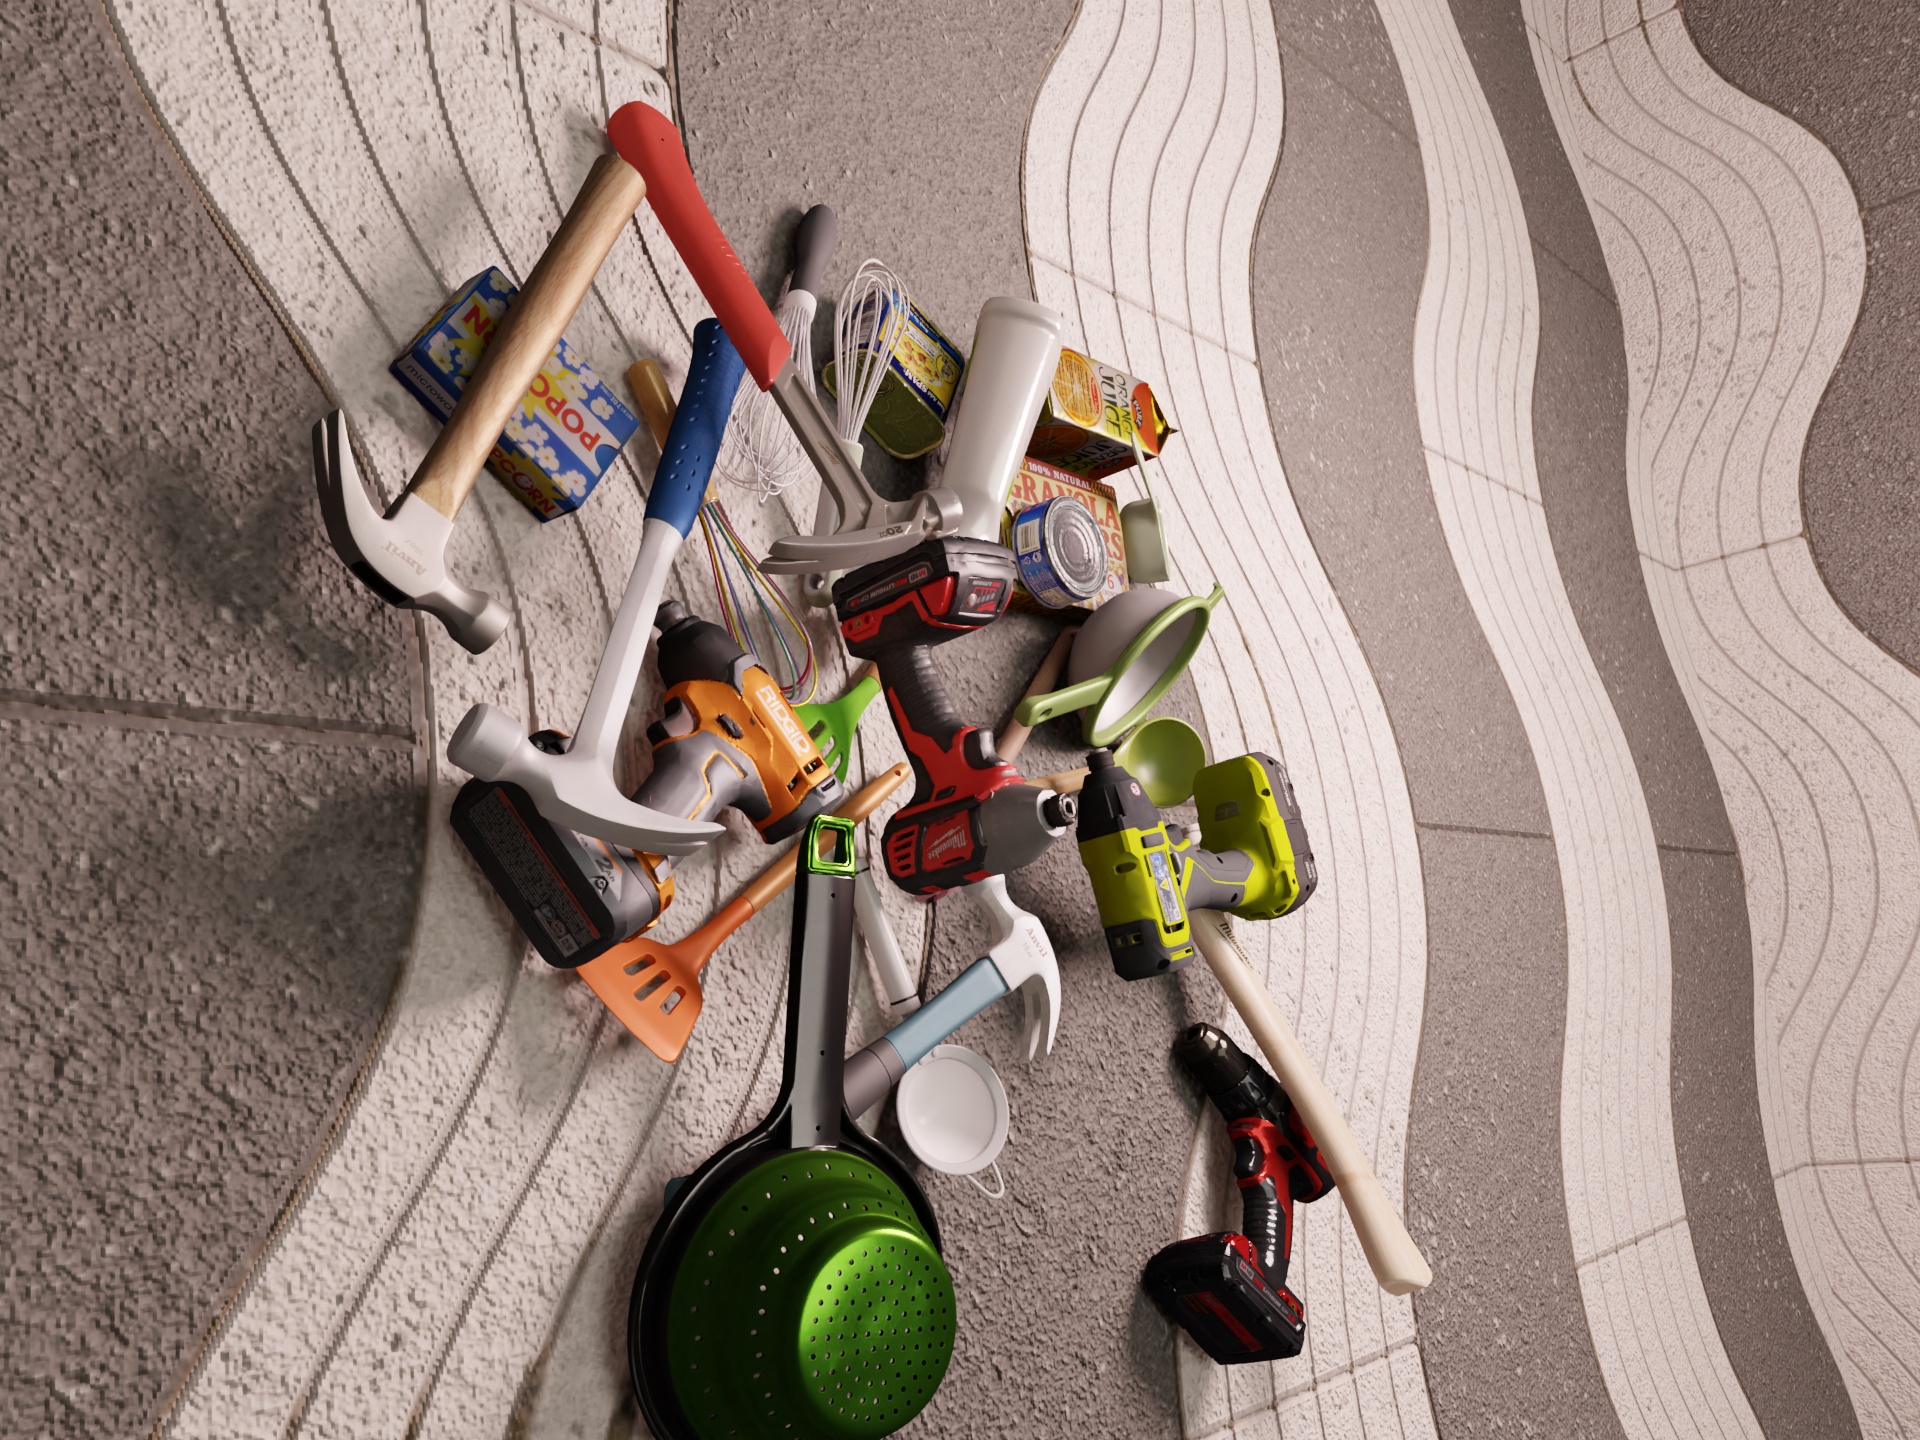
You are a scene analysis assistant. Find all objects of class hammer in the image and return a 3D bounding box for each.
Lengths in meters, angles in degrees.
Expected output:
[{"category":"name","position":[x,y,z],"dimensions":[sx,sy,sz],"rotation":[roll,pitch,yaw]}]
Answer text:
[{"category":"hammer","position":[-0.170,-0.098,0.922],"dimensions":[0.144,0.035,0.406],"rotation":[34,41,-27]},{"category":"hammer","position":[-0.054,0.217,0.995],"dimensions":[0.331,0.033,0.128],"rotation":[-32,90,-40]},{"category":"hammer","position":[0.273,0.275,1.317],"dimensions":[0.146,0.038,0.411],"rotation":[-16,74,-52]},{"category":"hammer","position":[-0.253,-0.204,0.892],"dimensions":[0.130,0.031,0.331],"rotation":[41,52,-33]},{"category":"hammer","position":[-0.141,-0.249,1.005],"dimensions":[0.149,0.036,0.359],"rotation":[-17,69,-40]}]

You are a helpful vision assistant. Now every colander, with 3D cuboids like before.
[{"category":"colander","position":[-0.066,0.248,0.888],"dimensions":[0.204,0.094,0.397],"rotation":[11,76,-36]}]

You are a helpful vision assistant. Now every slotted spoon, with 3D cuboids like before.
[{"category":"slotted spoon","position":[-0.054,-0.041,1.136],"dimensions":[0.070,0.031,0.314],"rotation":[59,40,-21]}]

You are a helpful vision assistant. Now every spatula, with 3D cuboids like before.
[{"category":"spatula","position":[-0.116,0.100,0.995],"dimensions":[0.081,0.041,0.323],"rotation":[46,42,3]}]

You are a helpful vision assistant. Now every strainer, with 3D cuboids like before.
[{"category":"strainer","position":[-0.034,0.197,1.064],"dimensions":[0.087,0.050,0.258],"rotation":[-18,85,-38]},{"category":"strainer","position":[0.101,-0.045,1.255],"dimensions":[0.069,0.151,0.256],"rotation":[42,32,21]}]

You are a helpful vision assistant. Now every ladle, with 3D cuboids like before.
[{"category":"ladle","position":[0.101,0.046,1.236],"dimensions":[0.320,0.062,0.078],"rotation":[-10,100,-57]}]

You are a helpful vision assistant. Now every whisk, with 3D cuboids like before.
[{"category":"whisk","position":[-0.120,-0.268,1.121],"dimensions":[0.070,0.070,0.285],"rotation":[36,46,-37]},{"category":"whisk","position":[-0.155,-0.120,1.034],"dimensions":[0.047,0.051,0.245],"rotation":[-25,92,-16]},{"category":"whisk","position":[-0.078,-0.199,1.105],"dimensions":[0.059,0.058,0.246],"rotation":[14,85,-65]}]

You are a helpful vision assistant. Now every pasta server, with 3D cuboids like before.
[{"category":"pasta server","position":[0.032,0.020,1.218],"dimensions":[0.060,0.040,0.316],"rotation":[55,39,-21]}]

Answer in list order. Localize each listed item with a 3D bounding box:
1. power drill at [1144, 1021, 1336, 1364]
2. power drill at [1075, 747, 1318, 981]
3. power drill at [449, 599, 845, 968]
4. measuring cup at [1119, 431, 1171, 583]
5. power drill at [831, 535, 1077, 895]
[{"category":"power drill","position":[0.221,0.372,1.274],"dimensions":[0.187,0.080,0.227],"rotation":[49,40,-17]},{"category":"power drill","position":[0.180,0.097,1.243],"dimensions":[0.223,0.080,0.171],"rotation":[-7,80,-48]},{"category":"power drill","position":[-0.179,0.026,0.919],"dimensions":[0.164,0.084,0.226],"rotation":[56,37,-2]},{"category":"measuring cup","position":[0.150,-0.184,1.372],"dimensions":[0.167,0.038,0.083],"rotation":[64,21,-50]},{"category":"power drill","position":[-0.002,-0.003,1.049],"dimensions":[0.078,0.143,0.220],"rotation":[0,75,-51]}]
